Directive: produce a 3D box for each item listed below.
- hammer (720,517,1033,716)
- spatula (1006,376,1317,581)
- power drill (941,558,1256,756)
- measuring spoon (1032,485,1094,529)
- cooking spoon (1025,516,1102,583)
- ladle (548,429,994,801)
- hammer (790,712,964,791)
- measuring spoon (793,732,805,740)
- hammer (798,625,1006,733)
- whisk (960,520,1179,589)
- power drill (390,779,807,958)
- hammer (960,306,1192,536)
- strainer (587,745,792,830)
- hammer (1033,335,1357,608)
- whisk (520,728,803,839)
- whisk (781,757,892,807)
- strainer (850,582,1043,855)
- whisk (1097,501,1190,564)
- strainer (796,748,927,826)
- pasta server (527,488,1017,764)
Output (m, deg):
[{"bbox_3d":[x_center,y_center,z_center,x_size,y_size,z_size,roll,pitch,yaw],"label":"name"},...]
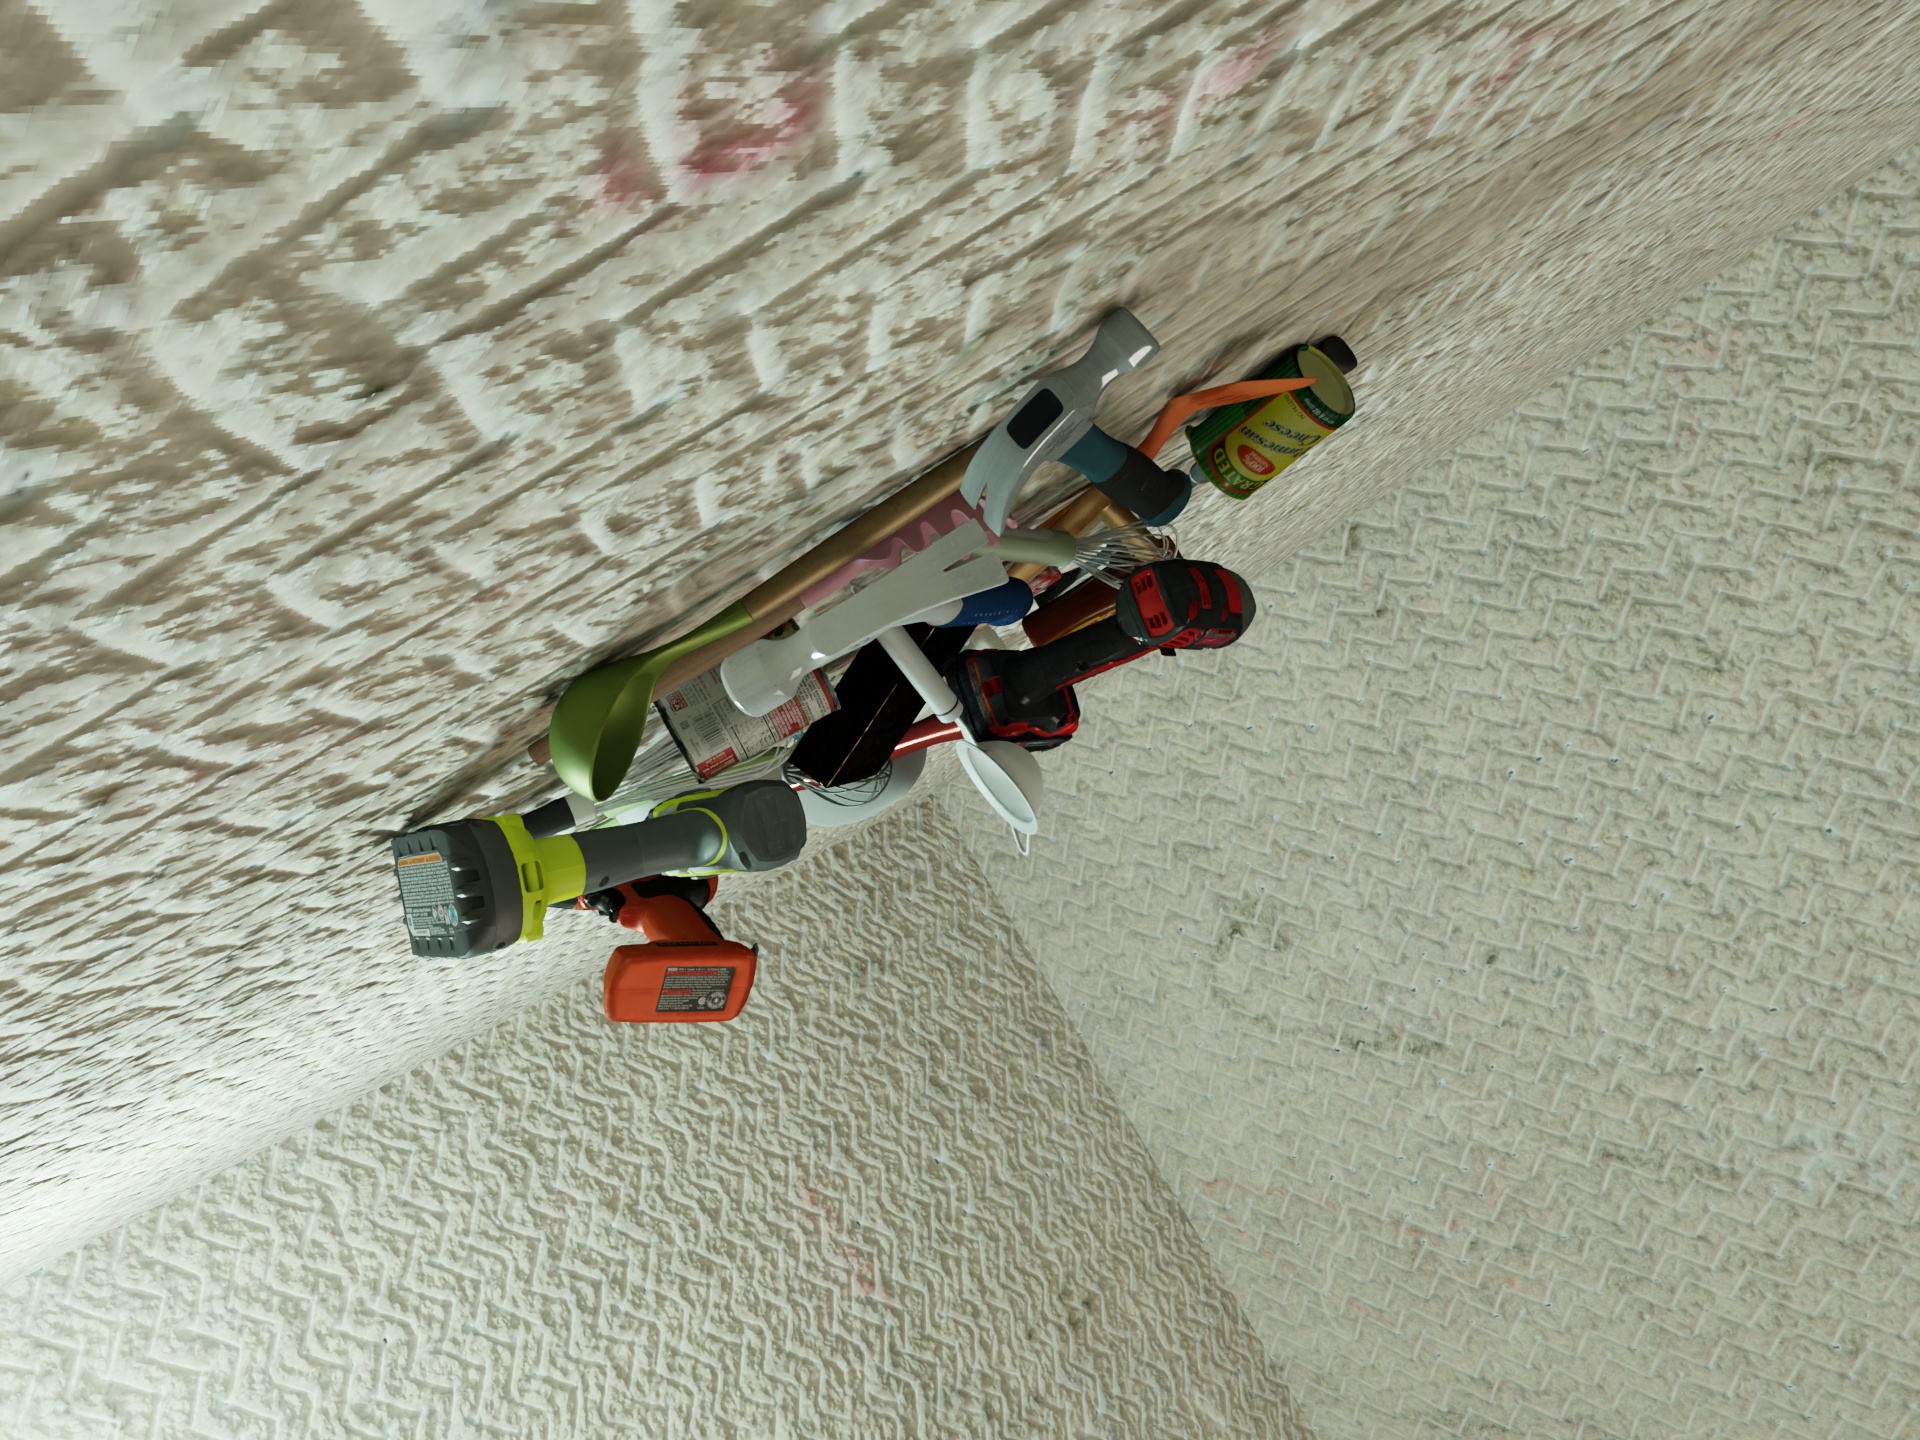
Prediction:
[{"bbox_3d":[-0.007,-0.067,0.943,0.144,0.035,0.405,-28,179,14],"label":"hammer"},{"bbox_3d":[0.114,-0.162,1.119,0.081,0.041,0.322,-12,162,-38],"label":"spatula"},{"bbox_3d":[0.108,-0.050,1.154,0.219,0.079,0.143,-27,166,34],"label":"power drill"},{"bbox_3d":[0.080,-0.162,1.183,0.117,0.011,0.021,-34,173,-3],"label":"measuring spoon"},{"bbox_3d":[0.005,-0.082,1.273,0.319,0.017,0.068,-38,165,10],"label":"cooking spoon"},{"bbox_3d":[-0.086,-0.065,0.860,0.320,0.062,0.078,-34,174,0],"label":"ladle"},{"bbox_3d":[-0.124,0.045,1.416,0.359,0.037,0.149,-20,175,39],"label":"hammer"},{"bbox_3d":[-0.129,-0.002,1.456,0.042,0.021,0.128,-29,175,-20],"label":"measuring spoon"},{"bbox_3d":[-0.093,-0.013,1.407,0.146,0.038,0.410,-41,170,24],"label":"hammer"},{"bbox_3d":[0.077,-0.120,1.110,0.246,0.058,0.059,-1,123,-48],"label":"whisk"},{"bbox_3d":[-0.232,0.088,1.008,0.223,0.080,0.171,-11,179,-38],"label":"power drill"},{"bbox_3d":[0.089,-0.150,0.929,0.128,0.033,0.331,-42,168,14],"label":"hammer"},{"bbox_3d":[-0.231,0.088,1.287,0.151,0.069,0.256,-16,175,-42],"label":"strainer"},{"bbox_3d":[0.190,-0.199,1.323,0.149,0.036,0.409,-27,174,-32],"label":"hammer"},{"bbox_3d":[-0.238,0.047,1.118,0.284,0.070,0.070,-24,173,-19],"label":"whisk"},{"bbox_3d":[-0.141,0.046,1.335,0.239,0.055,0.055,-1,-161,46],"label":"whisk"},{"bbox_3d":[-0.002,-0.004,1.096,0.050,0.258,0.087,-46,-146,-12],"label":"strainer"},{"bbox_3d":[0.165,-0.132,1.296,0.051,0.047,0.244,-51,146,4],"label":"whisk"},{"bbox_3d":[-0.083,0.039,1.742,0.211,0.095,0.340,-28,176,-35],"label":"strainer"},{"bbox_3d":[-0.113,-0.052,0.929,0.316,0.040,0.060,-30,175,4],"label":"pasta server"}]
